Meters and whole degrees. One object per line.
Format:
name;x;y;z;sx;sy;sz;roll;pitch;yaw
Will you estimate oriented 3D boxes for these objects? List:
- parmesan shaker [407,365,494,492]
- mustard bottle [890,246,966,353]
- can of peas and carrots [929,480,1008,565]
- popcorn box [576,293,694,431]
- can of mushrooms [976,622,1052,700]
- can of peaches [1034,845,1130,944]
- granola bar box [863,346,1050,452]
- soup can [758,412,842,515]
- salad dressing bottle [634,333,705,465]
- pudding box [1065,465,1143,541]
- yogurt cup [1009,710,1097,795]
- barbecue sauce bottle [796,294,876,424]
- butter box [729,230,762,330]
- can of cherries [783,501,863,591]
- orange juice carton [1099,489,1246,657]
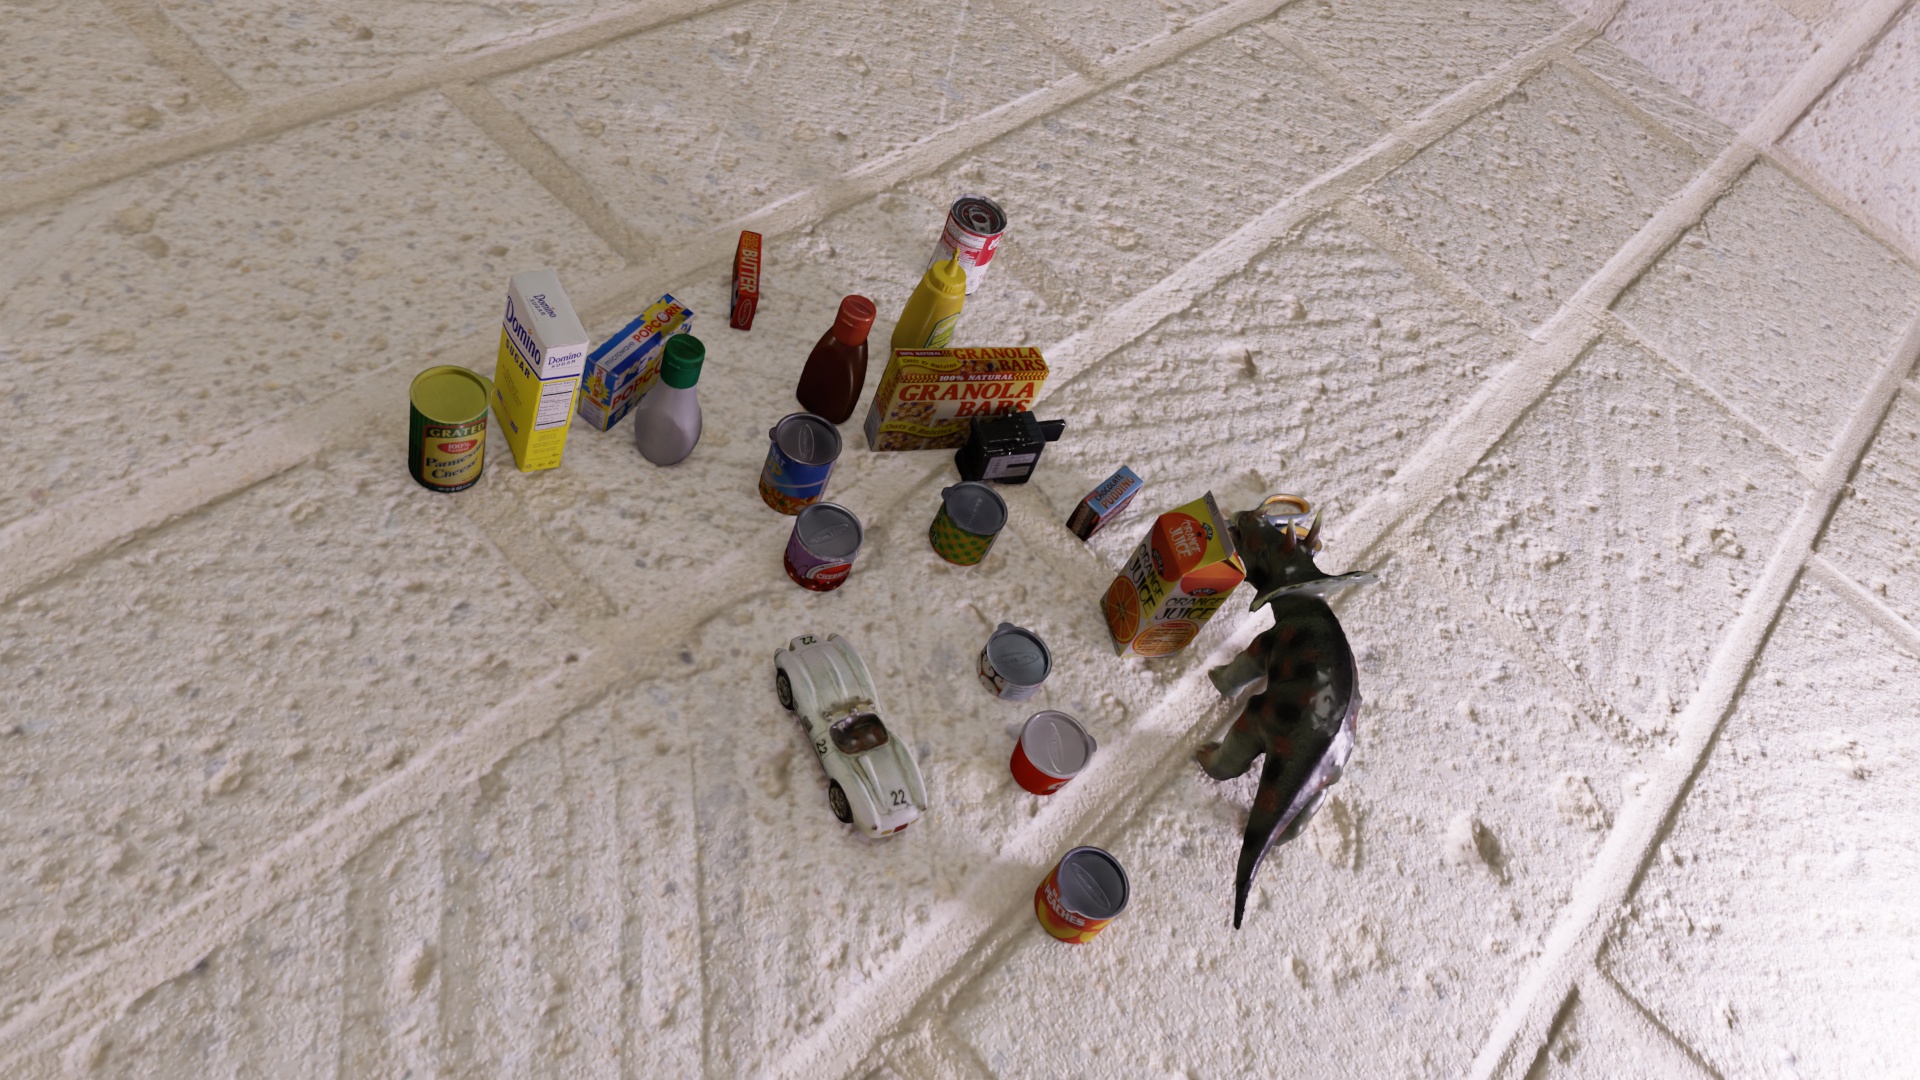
parmesan shaker;-0.454;-0.098;1.240;0.071;0.102;0.072;11;51;-14
mustard bottle;-0.027;-0.253;1.499;0.049;0.159;0.065;46;51;15
can of peas and carrots;0.005;-0.018;1.396;0.071;0.058;0.071;11;51;-14
popcorn box;-0.320;-0.175;1.367;0.038;0.084;0.127;34;49;5
can of mushrooms;0.050;0.116;1.327;0.071;0.033;0.071;11;51;-14
can of peaches;0.101;0.304;1.185;0.071;0.057;0.071;11;51;-14
granola bar box;-0.006;-0.148;1.450;0.166;0.123;0.039;-4;56;-25
soup can;-0.160;-0.074;1.355;0.071;0.083;0.072;11;51;-14
salad dressing bottle;-0.271;-0.132;1.313;0.064;0.146;0.044;30;49;2
pudding box;0.154;-0.040;1.481;0.030;0.049;0.084;43;50;13
yogurt cup;0.079;0.196;1.263;0.072;0.053;0.073;11;51;-14
barbecue sauce bottle;-0.122;-0.186;1.415;0.065;0.147;0.044;34;49;5
butter box;-0.233;-0.283;1.508;0.024;0.052;0.104;9;51;-16
can of cherries;-0.130;0.009;1.320;0.071;0.058;0.072;11;51;-14
orange juice carton;0.212;0.035;1.351;0.073;0.191;0.072;0;54;-22
